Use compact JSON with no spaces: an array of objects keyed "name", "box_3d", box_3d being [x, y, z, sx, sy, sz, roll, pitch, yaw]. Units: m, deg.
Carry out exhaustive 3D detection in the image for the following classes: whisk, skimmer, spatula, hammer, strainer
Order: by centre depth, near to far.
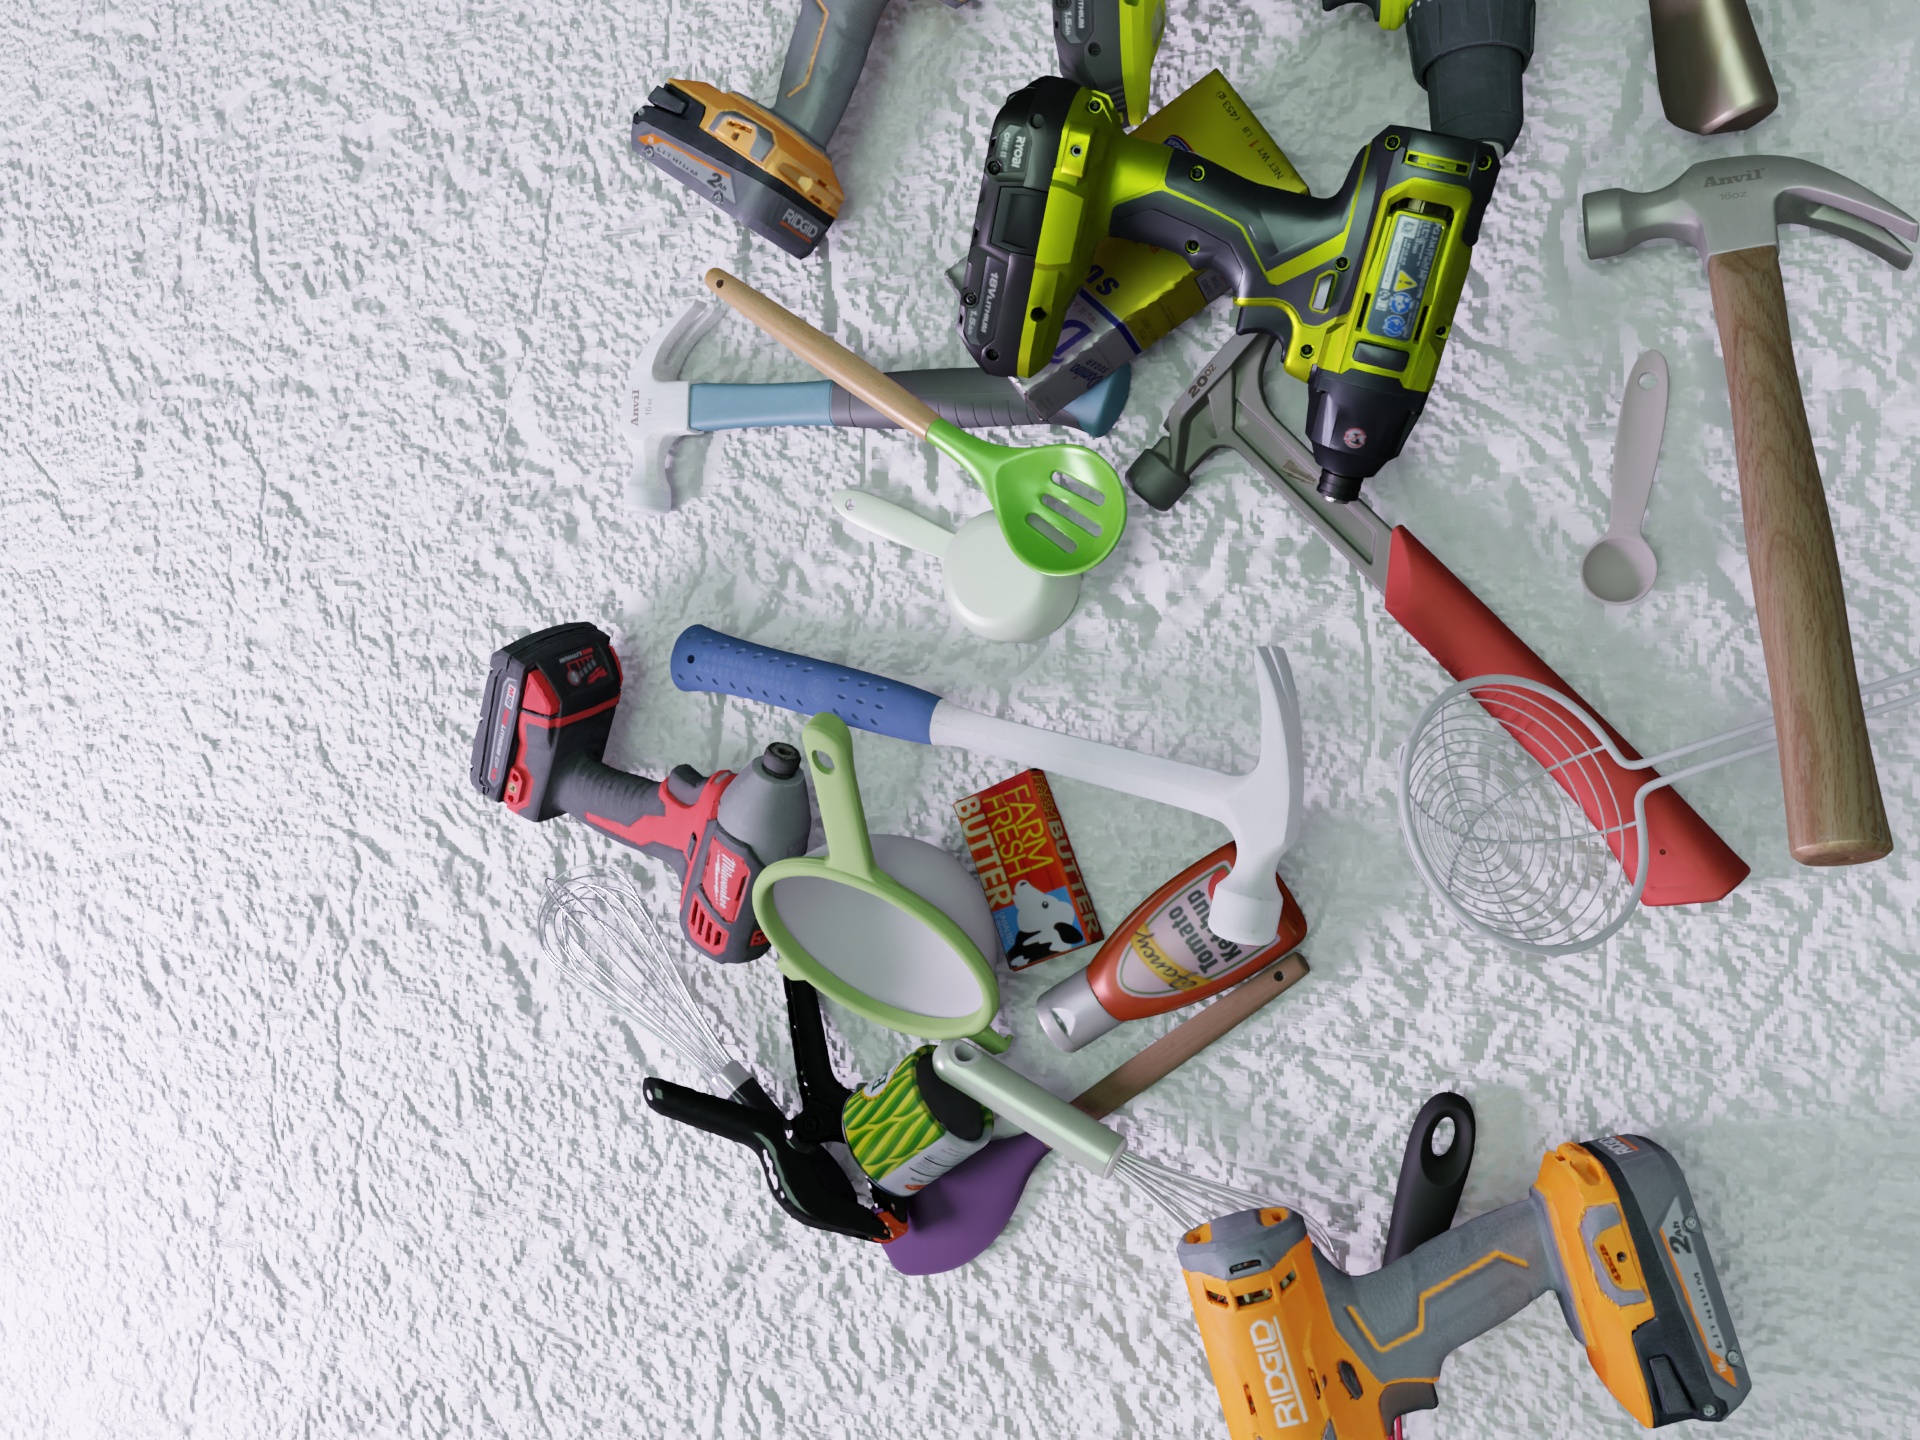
[{"name":"skimmer","box_3d":[0.366,-0.004,0.666,0.363,0.090,0.127,-21,76,15]},{"name":"hammer","box_3d":[0.349,-0.100,0.672,0.130,0.031,0.331,-6,67,20]},{"name":"hammer","box_3d":[0.299,-0.468,0.717,0.146,0.038,0.411,-23,83,68]},{"name":"hammer","box_3d":[0.246,-0.057,0.782,0.149,0.036,0.359,-47,71,19]},{"name":"whisk","box_3d":[0.208,0.328,0.796,0.073,0.073,0.296,16,92,25]},{"name":"whisk","box_3d":[0.089,0.237,0.843,0.246,0.058,0.059,28,127,20]},{"name":"strainer","box_3d":[-0.041,0.072,0.850,0.151,0.069,0.256,16,141,22]},{"name":"hammer","box_3d":[-0.001,-0.003,0.876,0.406,0.035,0.144,15,98,33]},{"name":"spatula","box_3d":[0.067,0.221,0.883,0.316,0.018,0.060,-41,71,22]},{"name":"hammer","box_3d":[-0.059,-0.185,0.932,0.331,0.033,0.128,4,93,26]},{"name":"whisk","box_3d":[-0.162,0.197,0.975,0.285,0.070,0.070,45,109,14]}]

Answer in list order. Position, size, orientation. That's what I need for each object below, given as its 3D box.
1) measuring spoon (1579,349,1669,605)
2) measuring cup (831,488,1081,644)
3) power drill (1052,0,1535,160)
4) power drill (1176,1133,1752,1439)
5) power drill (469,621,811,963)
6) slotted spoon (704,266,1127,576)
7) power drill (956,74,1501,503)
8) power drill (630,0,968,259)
[{"name":"measuring spoon","box_3d":[0.322,-0.115,0.759,0.034,0.018,0.124,9,88,27]},{"name":"measuring cup","box_3d":[-0.012,-0.100,0.905,0.168,0.038,0.083,25,102,21]},{"name":"power drill","box_3d":[0.162,-0.354,0.768,0.228,0.080,0.190,-2,83,10]},{"name":"power drill","box_3d":[0.230,0.292,0.735,0.226,0.084,0.164,-16,83,6]},{"name":"power drill","box_3d":[-0.186,0.036,0.961,0.220,0.078,0.143,32,121,19]},{"name":"slotted spoon","box_3d":[-0.032,-0.177,0.886,0.314,0.031,0.070,37,103,22]},{"name":"power drill","box_3d":[0.119,-0.205,0.752,0.223,0.080,0.171,15,115,8]},{"name":"power drill","box_3d":[-0.101,-0.410,0.925,0.185,0.084,0.226,38,102,21]}]
